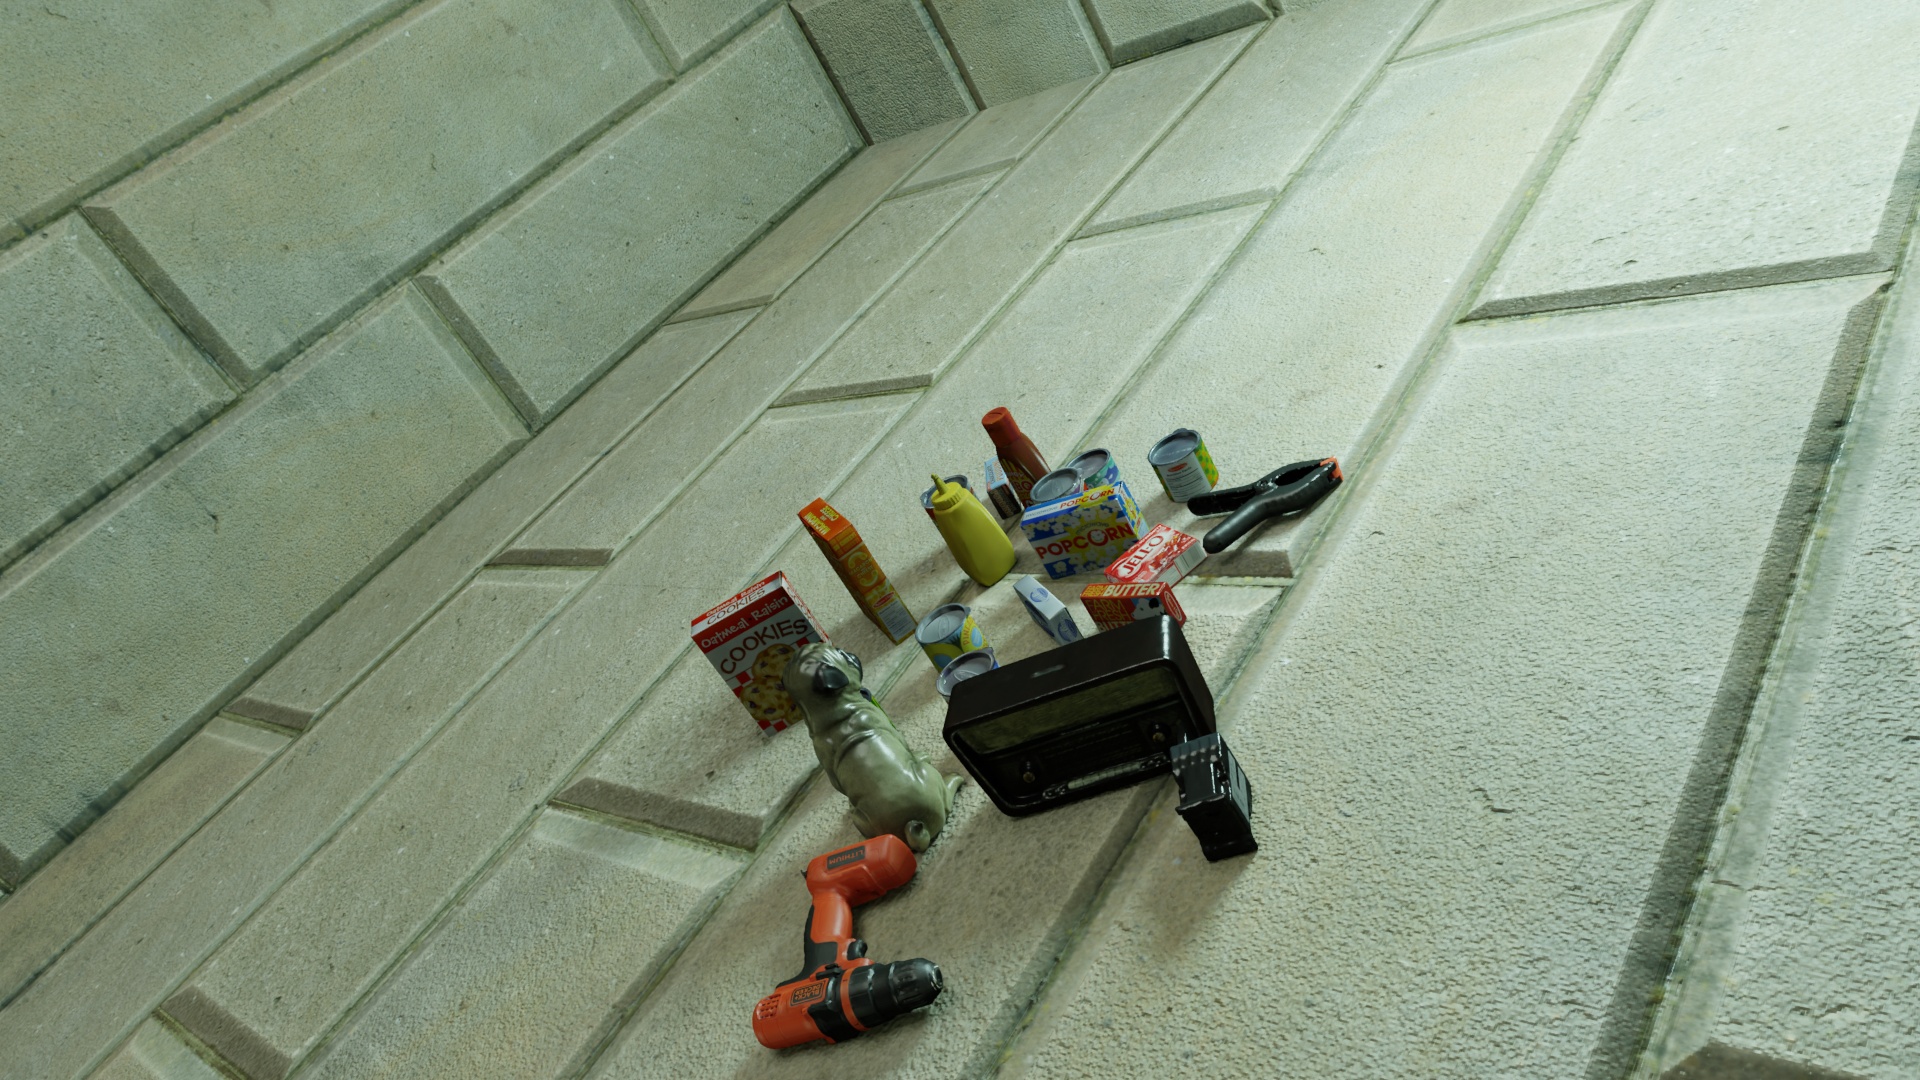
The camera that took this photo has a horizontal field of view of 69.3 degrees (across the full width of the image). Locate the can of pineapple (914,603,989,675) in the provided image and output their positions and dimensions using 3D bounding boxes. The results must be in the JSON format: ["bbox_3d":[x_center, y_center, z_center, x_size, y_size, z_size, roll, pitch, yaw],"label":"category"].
[{"bbox_3d":[-0.007,0.113,1.552,0.071,0.057,0.071,-25,28,14],"label":"can of pineapple"}]

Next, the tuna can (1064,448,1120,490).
[{"bbox_3d":[0.162,-0.081,1.728,0.071,0.032,0.071,-24,28,14],"label":"tuna can"}]

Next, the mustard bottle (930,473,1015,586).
[{"bbox_3d":[0.006,-0.021,1.649,0.065,0.159,0.049,-41,28,-17],"label":"mustard bottle"}]

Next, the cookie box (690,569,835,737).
[{"bbox_3d":[-0.217,0.132,1.615,0.123,0.167,0.040,-30,27,4],"label":"cookie box"}]

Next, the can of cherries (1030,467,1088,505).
[{"bbox_3d":[0.129,-0.047,1.678,0.071,0.058,0.072,-25,28,14],"label":"can of cherries"}]

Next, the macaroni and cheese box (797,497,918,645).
[{"bbox_3d":[-0.125,0.037,1.681,0.040,0.166,0.124,-37,27,-10],"label":"macaroni and cheese box"}]

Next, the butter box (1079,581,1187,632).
[{"bbox_3d":[0.178,0.070,1.439,0.103,0.053,0.024,-3,38,43],"label":"butter box"}]

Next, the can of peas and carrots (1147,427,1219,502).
[{"bbox_3d":[0.259,-0.087,1.611,0.071,0.058,0.071,-25,28,14],"label":"can of peas and carrots"}]

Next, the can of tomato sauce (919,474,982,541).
[{"bbox_3d":[-0.003,-0.030,1.759,0.071,0.083,0.071,-25,28,14],"label":"can of tomato sauce"}]

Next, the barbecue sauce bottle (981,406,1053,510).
[{"bbox_3d":[0.076,-0.097,1.717,0.044,0.148,0.065,-46,30,-25],"label":"barbecue sauce bottle"}]

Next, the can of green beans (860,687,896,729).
[{"bbox_3d":[-0.111,0.203,1.508,0.071,0.057,0.071,-25,28,14],"label":"can of green beans"}]

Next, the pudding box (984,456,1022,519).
[{"bbox_3d":[0.055,-0.071,1.803,0.030,0.049,0.084,-25,28,14],"label":"pudding box"}]

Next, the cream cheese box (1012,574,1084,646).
[{"bbox_3d":[0.096,0.079,1.506,0.024,0.053,0.104,-35,27,-6],"label":"cream cheese box"}]

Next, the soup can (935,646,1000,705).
[{"bbox_3d":[0.026,0.161,1.408,0.071,0.083,0.072,-25,28,14],"label":"soup can"}]

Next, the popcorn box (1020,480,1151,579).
[{"bbox_3d":[0.142,-0.011,1.574,0.126,0.085,0.038,-16,31,28],"label":"popcorn box"}]
